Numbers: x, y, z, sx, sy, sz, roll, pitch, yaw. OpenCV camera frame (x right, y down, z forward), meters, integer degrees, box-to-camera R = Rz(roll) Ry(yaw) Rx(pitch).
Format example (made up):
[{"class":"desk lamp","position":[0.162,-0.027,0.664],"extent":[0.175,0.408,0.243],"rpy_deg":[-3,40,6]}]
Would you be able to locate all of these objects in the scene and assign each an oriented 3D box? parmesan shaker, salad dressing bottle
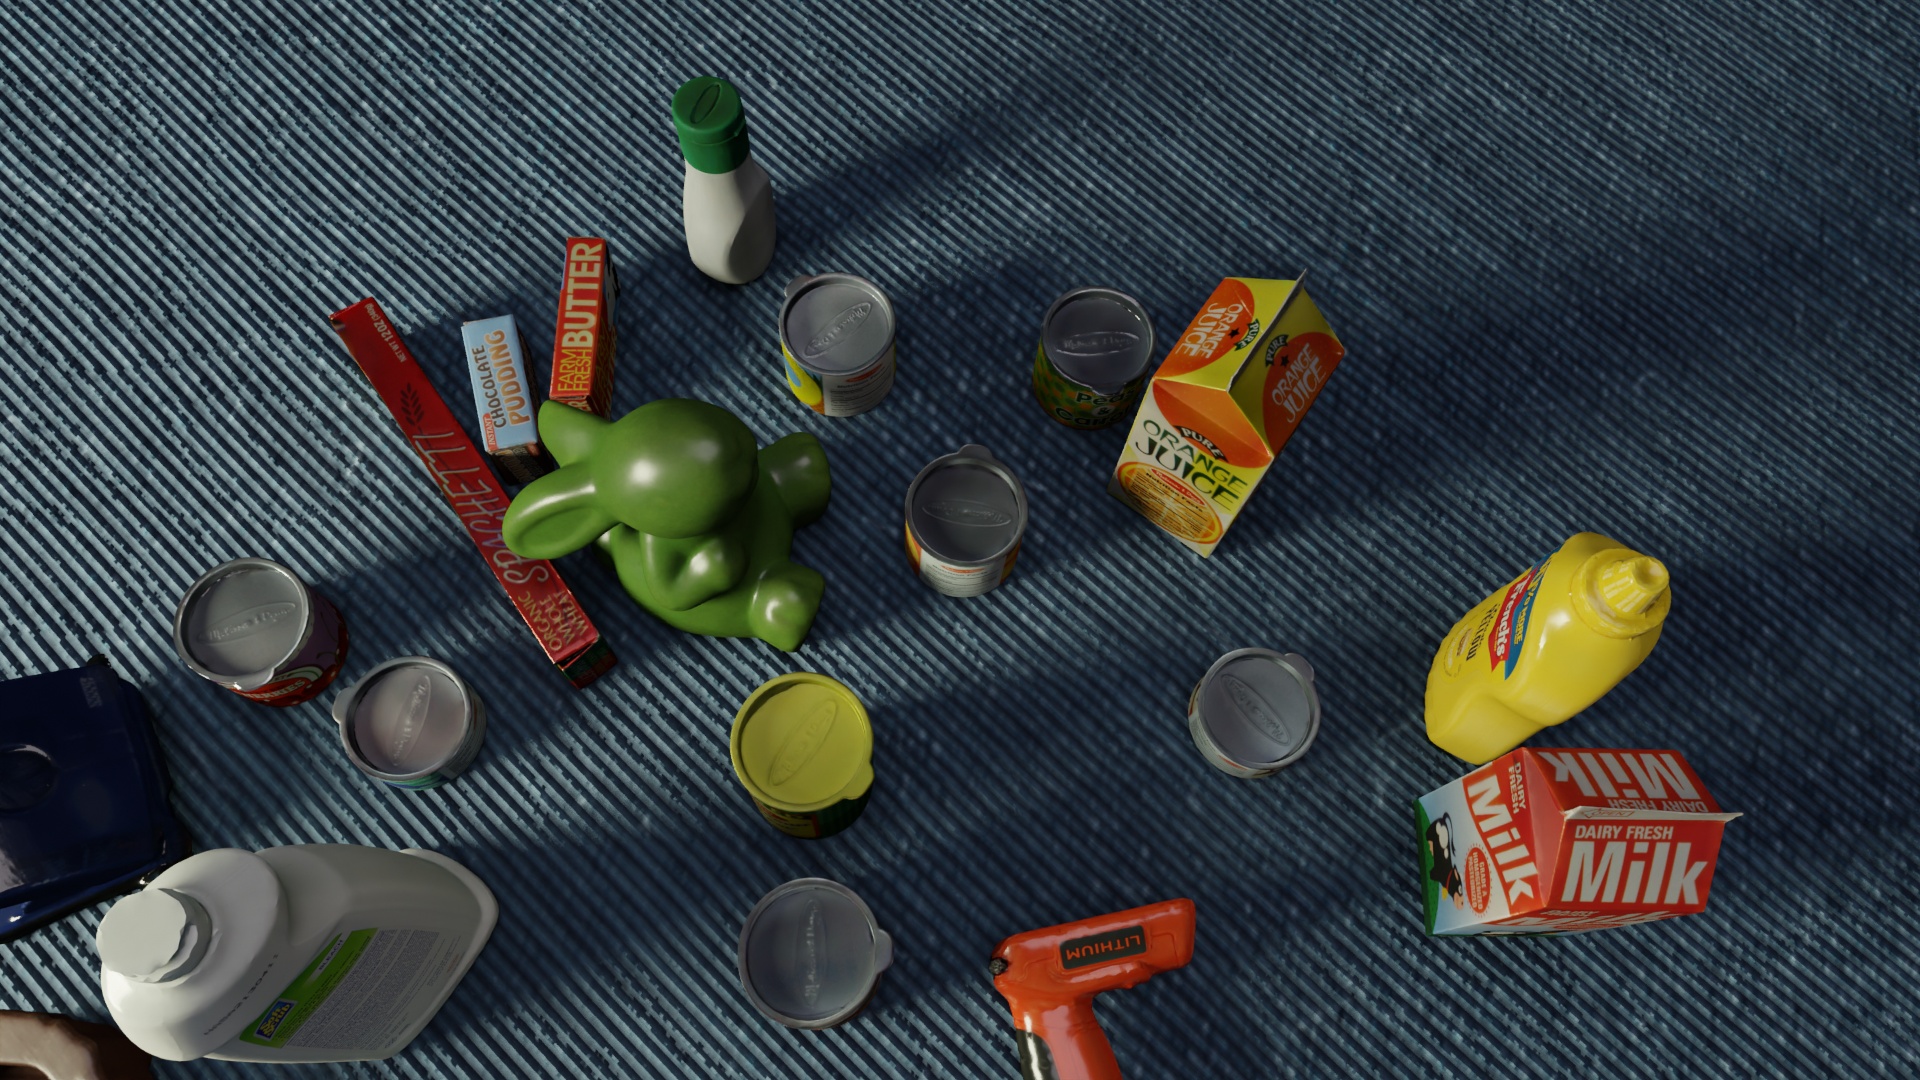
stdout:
[{"class":"parmesan shaker","position":[-0.074,0.112,0.692],"extent":[0.071,0.102,0.071],"rpy_deg":[1,70,-3]},{"class":"salad dressing bottle","position":[-0.134,-0.201,0.784],"extent":[0.044,0.147,0.064],"rpy_deg":[23,70,6]}]

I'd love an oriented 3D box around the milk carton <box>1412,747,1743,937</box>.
[{"class":"milk carton","position":[0.282,0.143,0.654],"extent":[0.072,0.190,0.073],"rpy_deg":[2,70,-2]}]

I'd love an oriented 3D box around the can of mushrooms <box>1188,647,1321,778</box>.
[{"class":"can of mushrooms","position":[0.159,0.092,0.750],"extent":[0.071,0.033,0.071],"rpy_deg":[1,69,-3]}]

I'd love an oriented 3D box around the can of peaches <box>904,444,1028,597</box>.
[{"class":"can of peaches","position":[0.003,-0.010,0.767],"extent":[0.071,0.058,0.071],"rpy_deg":[1,70,-3]}]

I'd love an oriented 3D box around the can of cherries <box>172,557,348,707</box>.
[{"class":"can of cherries","position":[-0.362,0.051,0.723],"extent":[0.071,0.058,0.072],"rpy_deg":[1,70,-3]}]

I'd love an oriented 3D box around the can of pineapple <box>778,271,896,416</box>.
[{"class":"can of pineapple","position":[-0.070,-0.114,0.802],"extent":[0.071,0.057,0.071],"rpy_deg":[1,70,-3]}]

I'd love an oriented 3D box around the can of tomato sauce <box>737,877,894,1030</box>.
[{"class":"can of tomato sauce","position":[-0.068,0.201,0.670],"extent":[0.071,0.082,0.071],"rpy_deg":[1,70,-3]}]

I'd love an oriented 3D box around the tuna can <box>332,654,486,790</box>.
[{"class":"tuna can","position":[-0.287,0.095,0.725],"extent":[0.071,0.032,0.071],"rpy_deg":[1,69,-3]}]

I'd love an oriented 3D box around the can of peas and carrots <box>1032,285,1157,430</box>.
[{"class":"can of peas and carrots","position":[0.077,-0.103,0.805],"extent":[0.071,0.058,0.071],"rpy_deg":[1,70,-3]}]

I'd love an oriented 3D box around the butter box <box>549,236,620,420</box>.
[{"class":"butter box","position":[-0.214,-0.117,0.798],"extent":[0.024,0.053,0.104],"rpy_deg":[1,69,-3]}]

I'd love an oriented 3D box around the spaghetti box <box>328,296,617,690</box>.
[{"class":"spaghetti box","position":[-0.268,-0.027,0.763],"extent":[0.029,0.050,0.250],"rpy_deg":[-34,75,-14]}]

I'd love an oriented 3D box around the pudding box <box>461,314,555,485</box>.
[{"class":"pudding box","position":[-0.255,-0.080,0.783],"extent":[0.030,0.049,0.084],"rpy_deg":[-14,71,-8]}]

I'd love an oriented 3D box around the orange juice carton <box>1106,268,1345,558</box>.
[{"class":"orange juice carton","position":[0.137,-0.067,0.724],"extent":[0.073,0.192,0.072],"rpy_deg":[34,72,9]}]
